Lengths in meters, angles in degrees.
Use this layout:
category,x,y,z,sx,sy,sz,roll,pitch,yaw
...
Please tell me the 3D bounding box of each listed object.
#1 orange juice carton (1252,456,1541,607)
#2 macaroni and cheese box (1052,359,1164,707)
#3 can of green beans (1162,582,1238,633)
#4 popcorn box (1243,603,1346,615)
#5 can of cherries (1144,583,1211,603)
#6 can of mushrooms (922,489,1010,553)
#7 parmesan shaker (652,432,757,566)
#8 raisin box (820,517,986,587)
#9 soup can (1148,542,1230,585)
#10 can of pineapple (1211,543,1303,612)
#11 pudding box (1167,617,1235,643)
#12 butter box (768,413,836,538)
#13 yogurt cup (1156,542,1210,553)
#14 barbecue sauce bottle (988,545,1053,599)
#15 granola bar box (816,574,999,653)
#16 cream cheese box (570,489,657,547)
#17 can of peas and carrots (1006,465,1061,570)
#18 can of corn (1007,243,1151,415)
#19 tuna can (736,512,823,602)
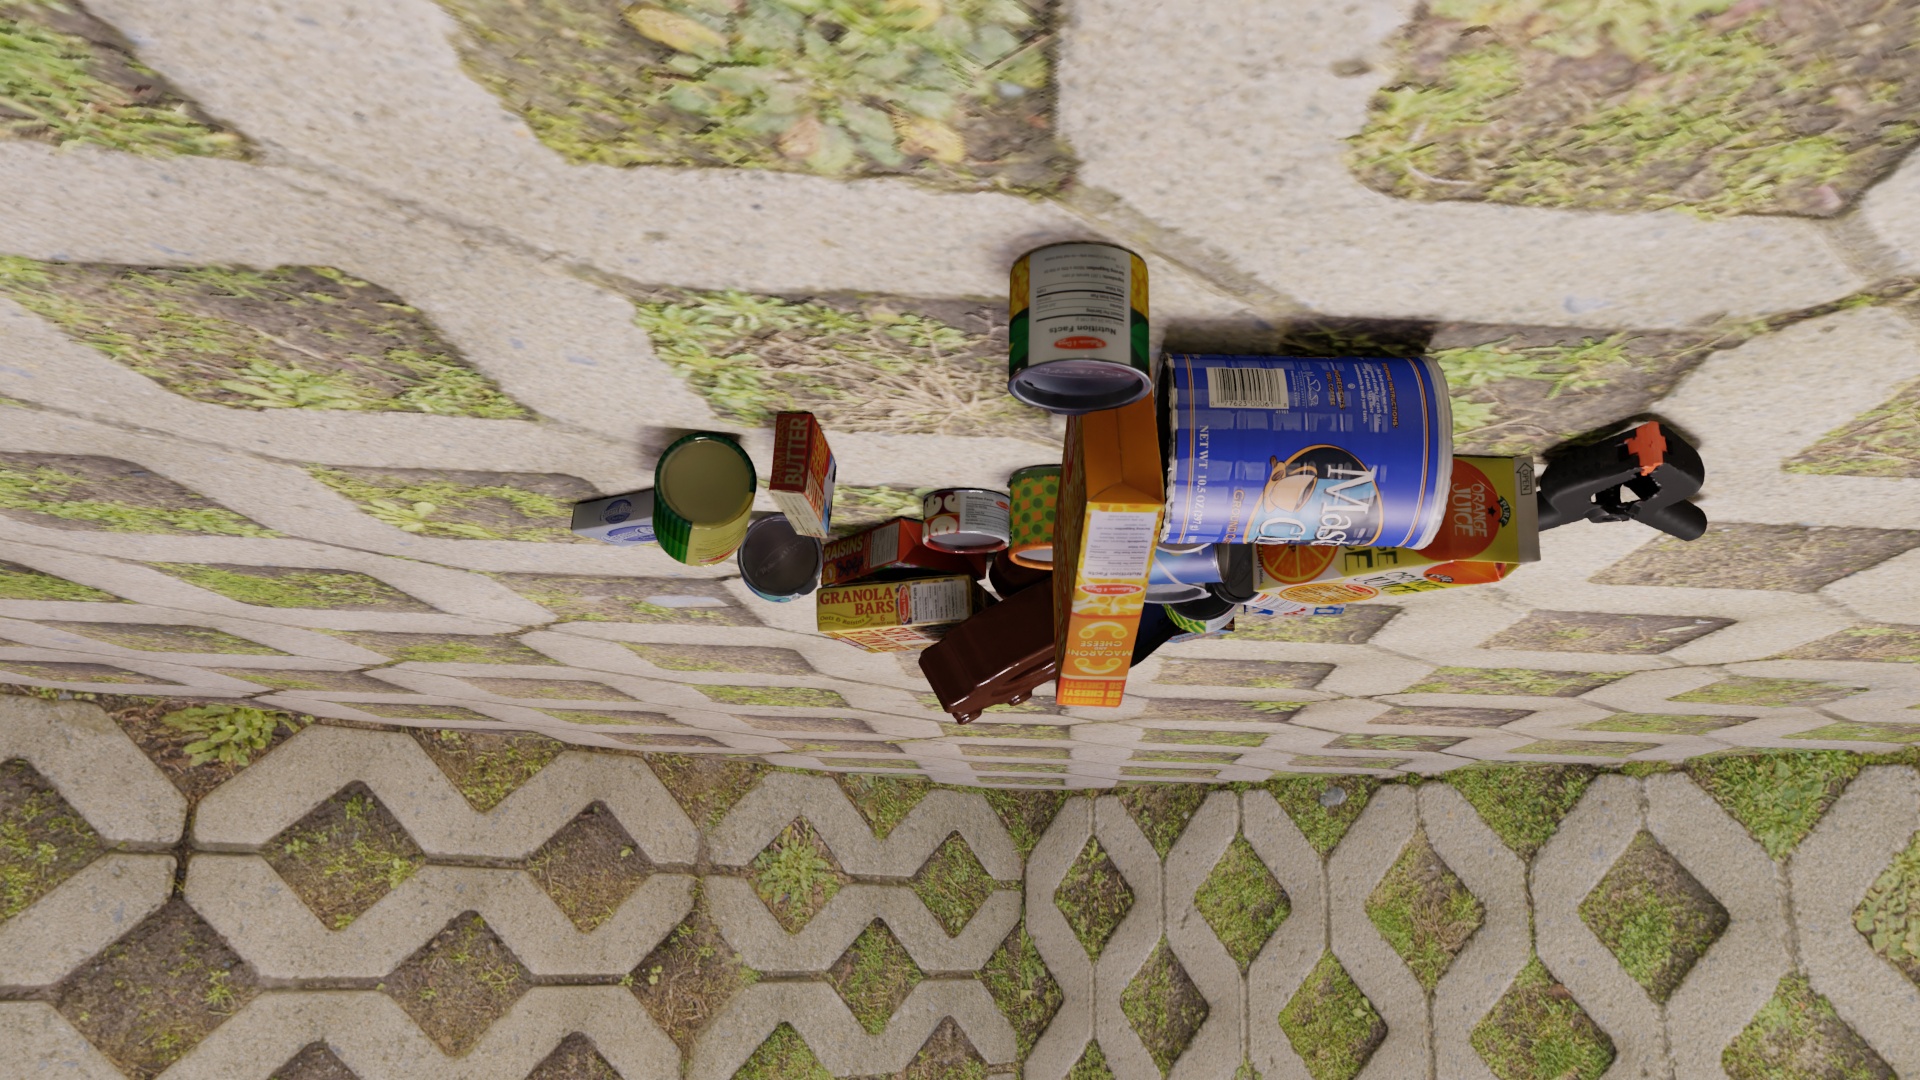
category,x,y,z,sx,sy,sz,roll,pitch,yaw
orange juice carton,0.299,-0.005,0.948,0.073,0.072,0.192,15,160,-42
macaroni and cheese box,0.075,-0.008,0.740,0.040,0.124,0.165,2,139,0
can of green beans,0.197,0.039,1.140,0.071,0.071,0.057,-1,165,9
popcorn box,0.281,0.033,1.161,0.085,0.038,0.126,-1,165,10
can of cherries,0.156,0.013,1.061,0.071,0.058,0.071,1,164,0
can of mushrooms,0.004,-0.013,1.027,0.071,0.033,0.071,1,165,0
parmesan shaker,-0.170,-0.028,0.931,0.071,0.071,0.102,5,164,-12
raisin box,-0.048,0.019,1.141,0.086,0.040,0.123,11,163,-34
soup can,0.145,-0.003,0.990,0.084,0.071,0.071,-3,164,19
can of pineapple,0.233,0.018,1.062,0.058,0.071,0.071,12,162,-35
pudding box,0.211,0.063,1.263,0.030,0.050,0.083,8,165,-29
butter box,-0.100,-0.041,0.893,0.024,0.053,0.103,3,165,5
yogurt cup,0.148,-0.023,0.917,0.072,0.072,0.054,-2,173,15
barbecue sauce bottle,0.050,0.023,1.117,0.065,0.044,0.148,-37,173,-9
granola bar box,-0.037,0.063,1.150,0.124,0.039,0.165,-5,169,10
cream cheese box,-0.241,-0.017,1.055,0.103,0.024,0.053,-8,162,33
can of peas and carrots,0.064,-0.015,0.963,0.071,0.059,0.070,2,165,1
can of corn,0.055,-0.097,0.648,0.071,0.058,0.071,1,165,0
tuna can,-0.138,0.016,1.081,0.071,0.071,0.032,3,166,-5
